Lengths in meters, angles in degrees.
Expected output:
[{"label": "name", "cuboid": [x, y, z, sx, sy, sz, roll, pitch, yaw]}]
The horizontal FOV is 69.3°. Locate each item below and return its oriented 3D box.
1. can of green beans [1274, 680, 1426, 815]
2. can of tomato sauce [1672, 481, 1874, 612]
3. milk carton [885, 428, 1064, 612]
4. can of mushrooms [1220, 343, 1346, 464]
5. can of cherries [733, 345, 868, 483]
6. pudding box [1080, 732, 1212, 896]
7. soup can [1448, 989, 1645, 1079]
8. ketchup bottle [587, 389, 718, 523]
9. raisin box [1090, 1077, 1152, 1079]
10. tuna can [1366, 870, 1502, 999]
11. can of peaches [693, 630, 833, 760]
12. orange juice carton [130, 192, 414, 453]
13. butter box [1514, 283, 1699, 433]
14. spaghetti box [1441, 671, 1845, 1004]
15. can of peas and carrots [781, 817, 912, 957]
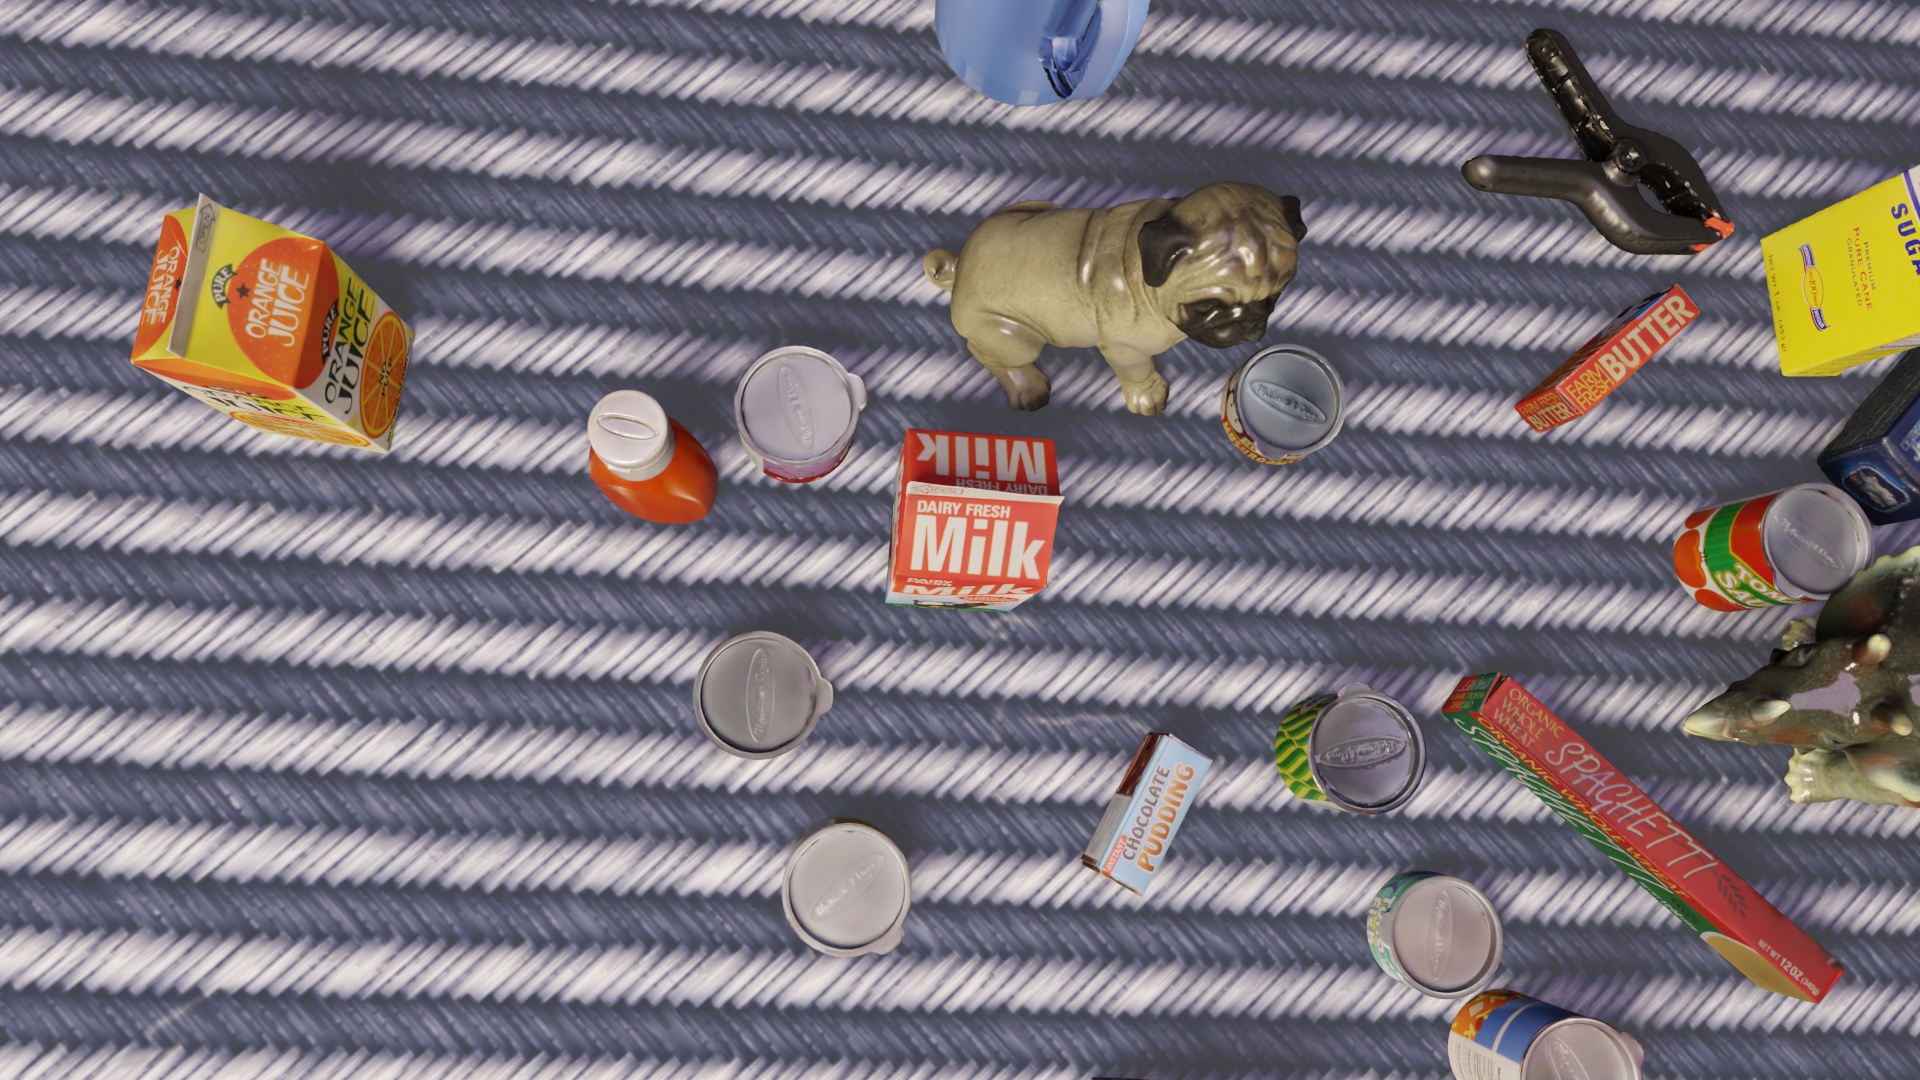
[{"label": "can of green beans", "cuboid": [0.214, 0.117, 0.770, 0.071, 0.057, 0.071, 1, 82, -6]}, {"label": "can of tomato sauce", "cuboid": [0.465, 0.007, 0.801, 0.071, 0.083, 0.071, 1, 82, -6]}, {"label": "milk carton", "cuboid": [0.002, -0.009, 0.698, 0.072, 0.190, 0.073, 4, 82, -6]}, {"label": "can of mushrooms", "cuboid": [0.186, -0.077, 0.808, 0.071, 0.033, 0.071, 1, 82, -6]}, {"label": "can of cherries", "cuboid": [-0.087, -0.068, 0.763, 0.071, 0.058, 0.071, 1, 82, -6]}, {"label": "pudding box", "cuboid": [0.101, 0.147, 0.757, 0.030, 0.049, 0.084, 30, 80, -1]}, {"label": "soup can", "cuboid": [0.312, 0.280, 0.743, 0.071, 0.083, 0.071, 1, 82, -6]}, {"label": "ketchup bottle", "cuboid": [-0.160, -0.041, 0.706, 0.065, 0.148, 0.043, 13, 81, -4]}, {"label": "raisin box", "cuboid": [0.116, 0.307, 0.697, 0.086, 0.123, 0.040, 6, 82, -5]}, {"label": "tuna can", "cuboid": [0.260, 0.218, 0.772, 0.071, 0.033, 0.071, 1, 82, -6]}, {"label": "can of peaches", "cuboid": [-0.104, 0.083, 0.739, 0.071, 0.058, 0.071, 1, 82, -6]}, {"label": "orange juice carton", "cuboid": [-0.333, -0.100, 0.673, 0.073, 0.192, 0.072, 9, 81, -5]}, {"label": "butter box", "cuboid": [0.382, -0.107, 0.824, 0.104, 0.053, 0.024, -39, 88, -10]}, {"label": "spaghetti box", "cuboid": [0.381, 0.166, 0.785, 0.250, 0.050, 0.029, 41, 80, 1]}, {"label": "can of peas and carrots", "cuboid": [-0.058, 0.182, 0.729, 0.071, 0.058, 0.071, 1, 82, -6]}]
